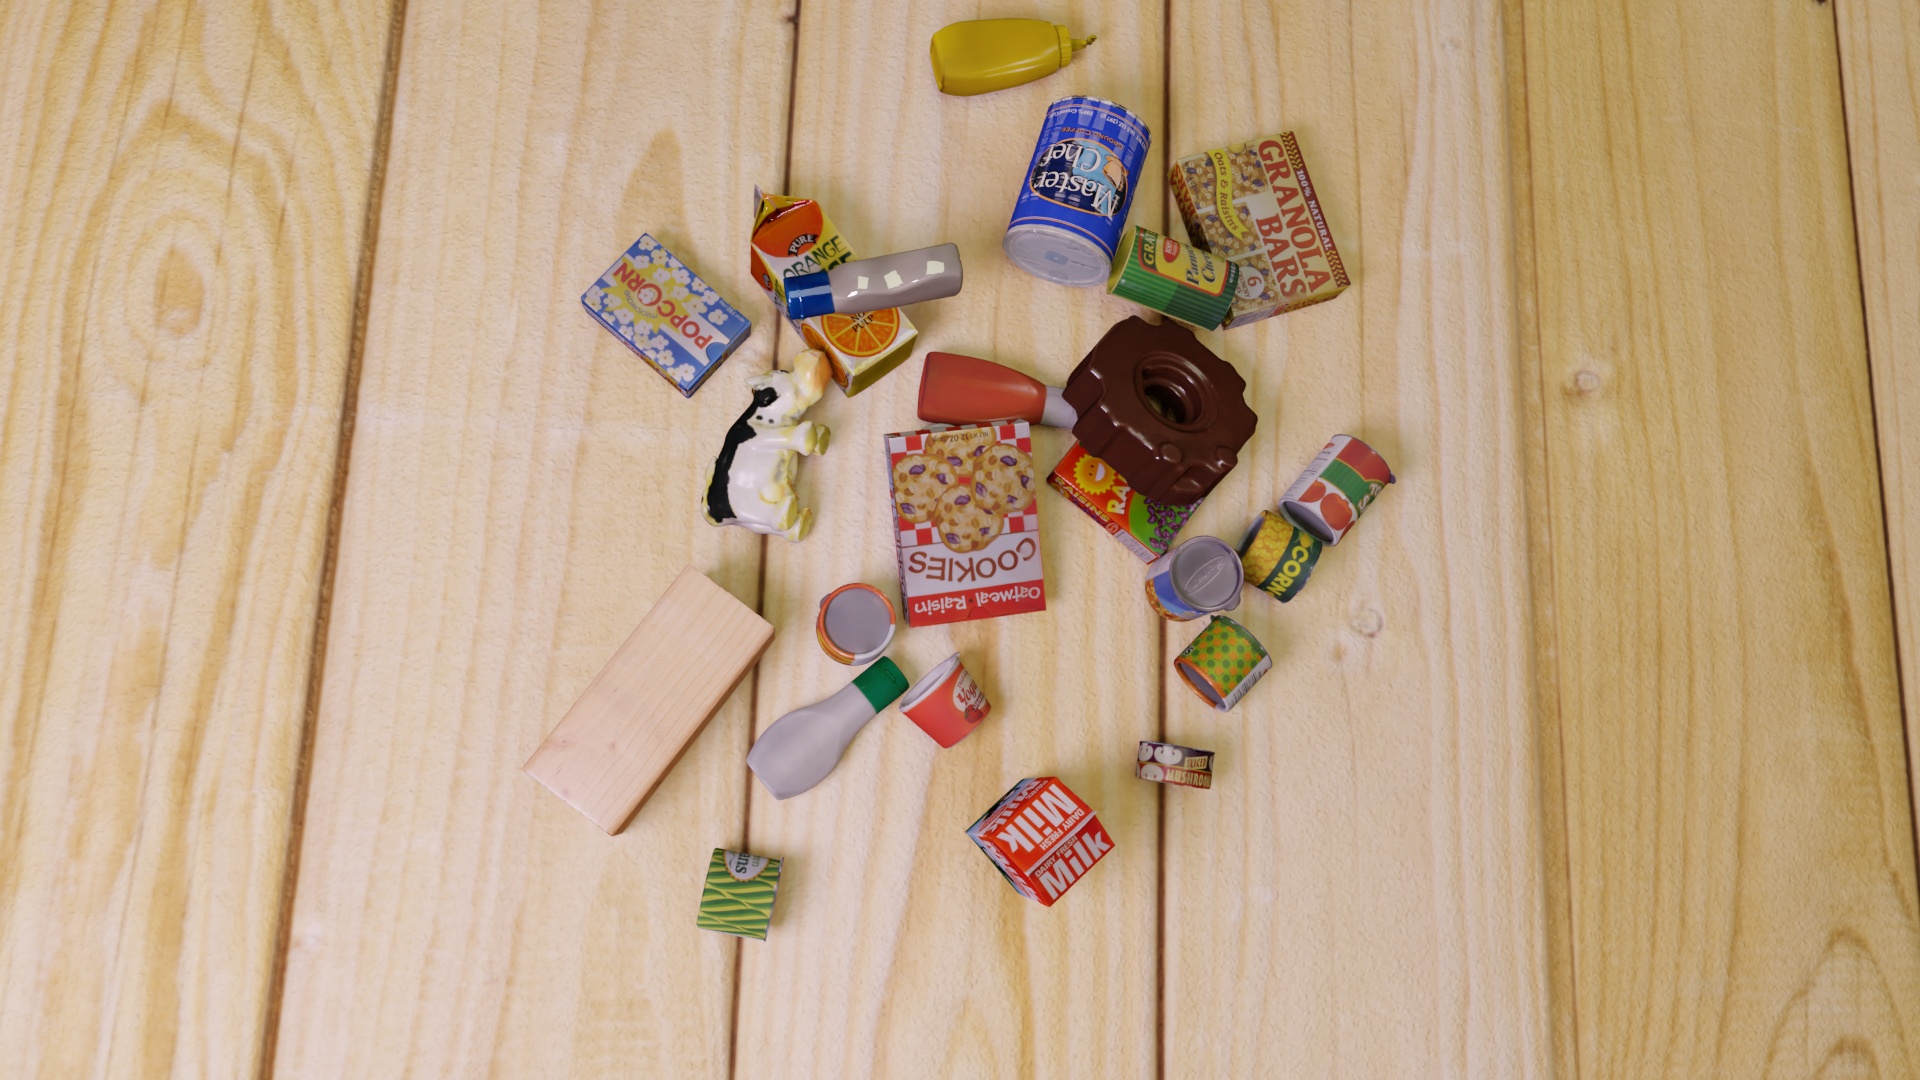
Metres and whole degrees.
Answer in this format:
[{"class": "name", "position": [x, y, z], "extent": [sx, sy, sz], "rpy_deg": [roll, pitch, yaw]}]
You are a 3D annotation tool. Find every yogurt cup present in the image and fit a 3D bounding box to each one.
[{"class": "yogurt cup", "position": [-0.011, 0.140, 1.187], "extent": [0.072, 0.072, 0.054], "rpy_deg": [-43, 96, -13]}]

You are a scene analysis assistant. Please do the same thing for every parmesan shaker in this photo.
[{"class": "parmesan shaker", "position": [0.193, -0.239, 1.259], "extent": [0.103, 0.071, 0.071], "rpy_deg": [18, 77, -7]}]

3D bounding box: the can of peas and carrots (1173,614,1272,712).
[{"class": "can of peas and carrots", "position": [0.229, 0.107, 1.226], "extent": [0.059, 0.071, 0.071], "rpy_deg": [-44, 88, -13]}]

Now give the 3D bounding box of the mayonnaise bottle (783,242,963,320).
[{"class": "mayonnaise bottle", "position": [-0.074, -0.217, 1.175], "extent": [0.148, 0.064, 0.041], "rpy_deg": [-11, 83, -7]}]

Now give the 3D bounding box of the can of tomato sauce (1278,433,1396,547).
[{"class": "can of tomato sauce", "position": [0.343, -0.044, 1.270], "extent": [0.071, 0.071, 0.083], "rpy_deg": [42, 78, 1]}]

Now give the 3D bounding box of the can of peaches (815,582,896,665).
[{"class": "can of peaches", "position": [-0.092, 0.071, 1.191], "extent": [0.071, 0.058, 0.071], "rpy_deg": [1, 80, -8]}]

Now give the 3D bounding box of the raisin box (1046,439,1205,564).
[{"class": "raisin box", "position": [0.152, -0.051, 1.259], "extent": [0.123, 0.040, 0.086], "rpy_deg": [39, 76, 0]}]

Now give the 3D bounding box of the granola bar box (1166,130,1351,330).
[{"class": "granola bar box", "position": [0.284, -0.297, 1.325], "extent": [0.124, 0.039, 0.165], "rpy_deg": [-17, 82, -11]}]

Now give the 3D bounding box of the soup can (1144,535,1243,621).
[{"class": "soup can", "position": [0.206, 0.038, 1.226], "extent": [0.071, 0.083, 0.071], "rpy_deg": [1, 80, -7]}]

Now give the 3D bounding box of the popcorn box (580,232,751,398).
[{"class": "popcorn box", "position": [-0.260, -0.199, 1.230], "extent": [0.127, 0.038, 0.085], "rpy_deg": [40, 75, 1]}]

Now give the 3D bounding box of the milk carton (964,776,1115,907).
[{"class": "milk carton", "position": [0.064, 0.239, 1.112], "extent": [0.072, 0.190, 0.073], "rpy_deg": [-41, 87, -13]}]

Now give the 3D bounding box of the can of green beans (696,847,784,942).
[{"class": "can of green beans", "position": [-0.180, 0.288, 1.132], "extent": [0.058, 0.071, 0.071], "rpy_deg": [13, 78, -5]}]

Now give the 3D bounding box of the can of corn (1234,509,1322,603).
[{"class": "can of corn", "position": [0.282, 0.015, 1.248], "extent": [0.058, 0.071, 0.071], "rpy_deg": [31, 77, 0]}]

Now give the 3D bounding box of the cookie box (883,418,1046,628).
[{"class": "cookie box", "position": [0.004, -0.015, 1.205], "extent": [0.123, 0.040, 0.167], "rpy_deg": [-7, 100, -9]}]

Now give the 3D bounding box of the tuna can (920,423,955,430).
[{"class": "tuna can", "position": [-0.018, -0.068, 1.241], "extent": [0.071, 0.032, 0.071], "rpy_deg": [2, 78, -8]}]

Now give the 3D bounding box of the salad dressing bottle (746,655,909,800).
[{"class": "salad dressing bottle", "position": [-0.110, 0.157, 1.180], "extent": [0.148, 0.044, 0.064], "rpy_deg": [-38, 86, -14]}]

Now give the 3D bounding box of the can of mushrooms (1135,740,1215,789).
[{"class": "can of mushrooms", "position": [0.187, 0.194, 1.199], "extent": [0.071, 0.071, 0.033], "rpy_deg": [11, 80, -6]}]

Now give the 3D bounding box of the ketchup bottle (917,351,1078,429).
[{"class": "ketchup bottle", "position": [0.038, -0.129, 1.255], "extent": [0.149, 0.043, 0.065], "rpy_deg": [8, 77, -6]}]

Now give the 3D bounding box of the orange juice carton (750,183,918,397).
[{"class": "orange juice carton", "position": [-0.127, -0.229, 1.238], "extent": [0.073, 0.071, 0.193], "rpy_deg": [-37, 86, -13]}]

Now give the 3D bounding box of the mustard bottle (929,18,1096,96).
[{"class": "mustard bottle", "position": [0.053, -0.463, 1.321], "extent": [0.160, 0.048, 0.065], "rpy_deg": [-10, 81, -11]}]
